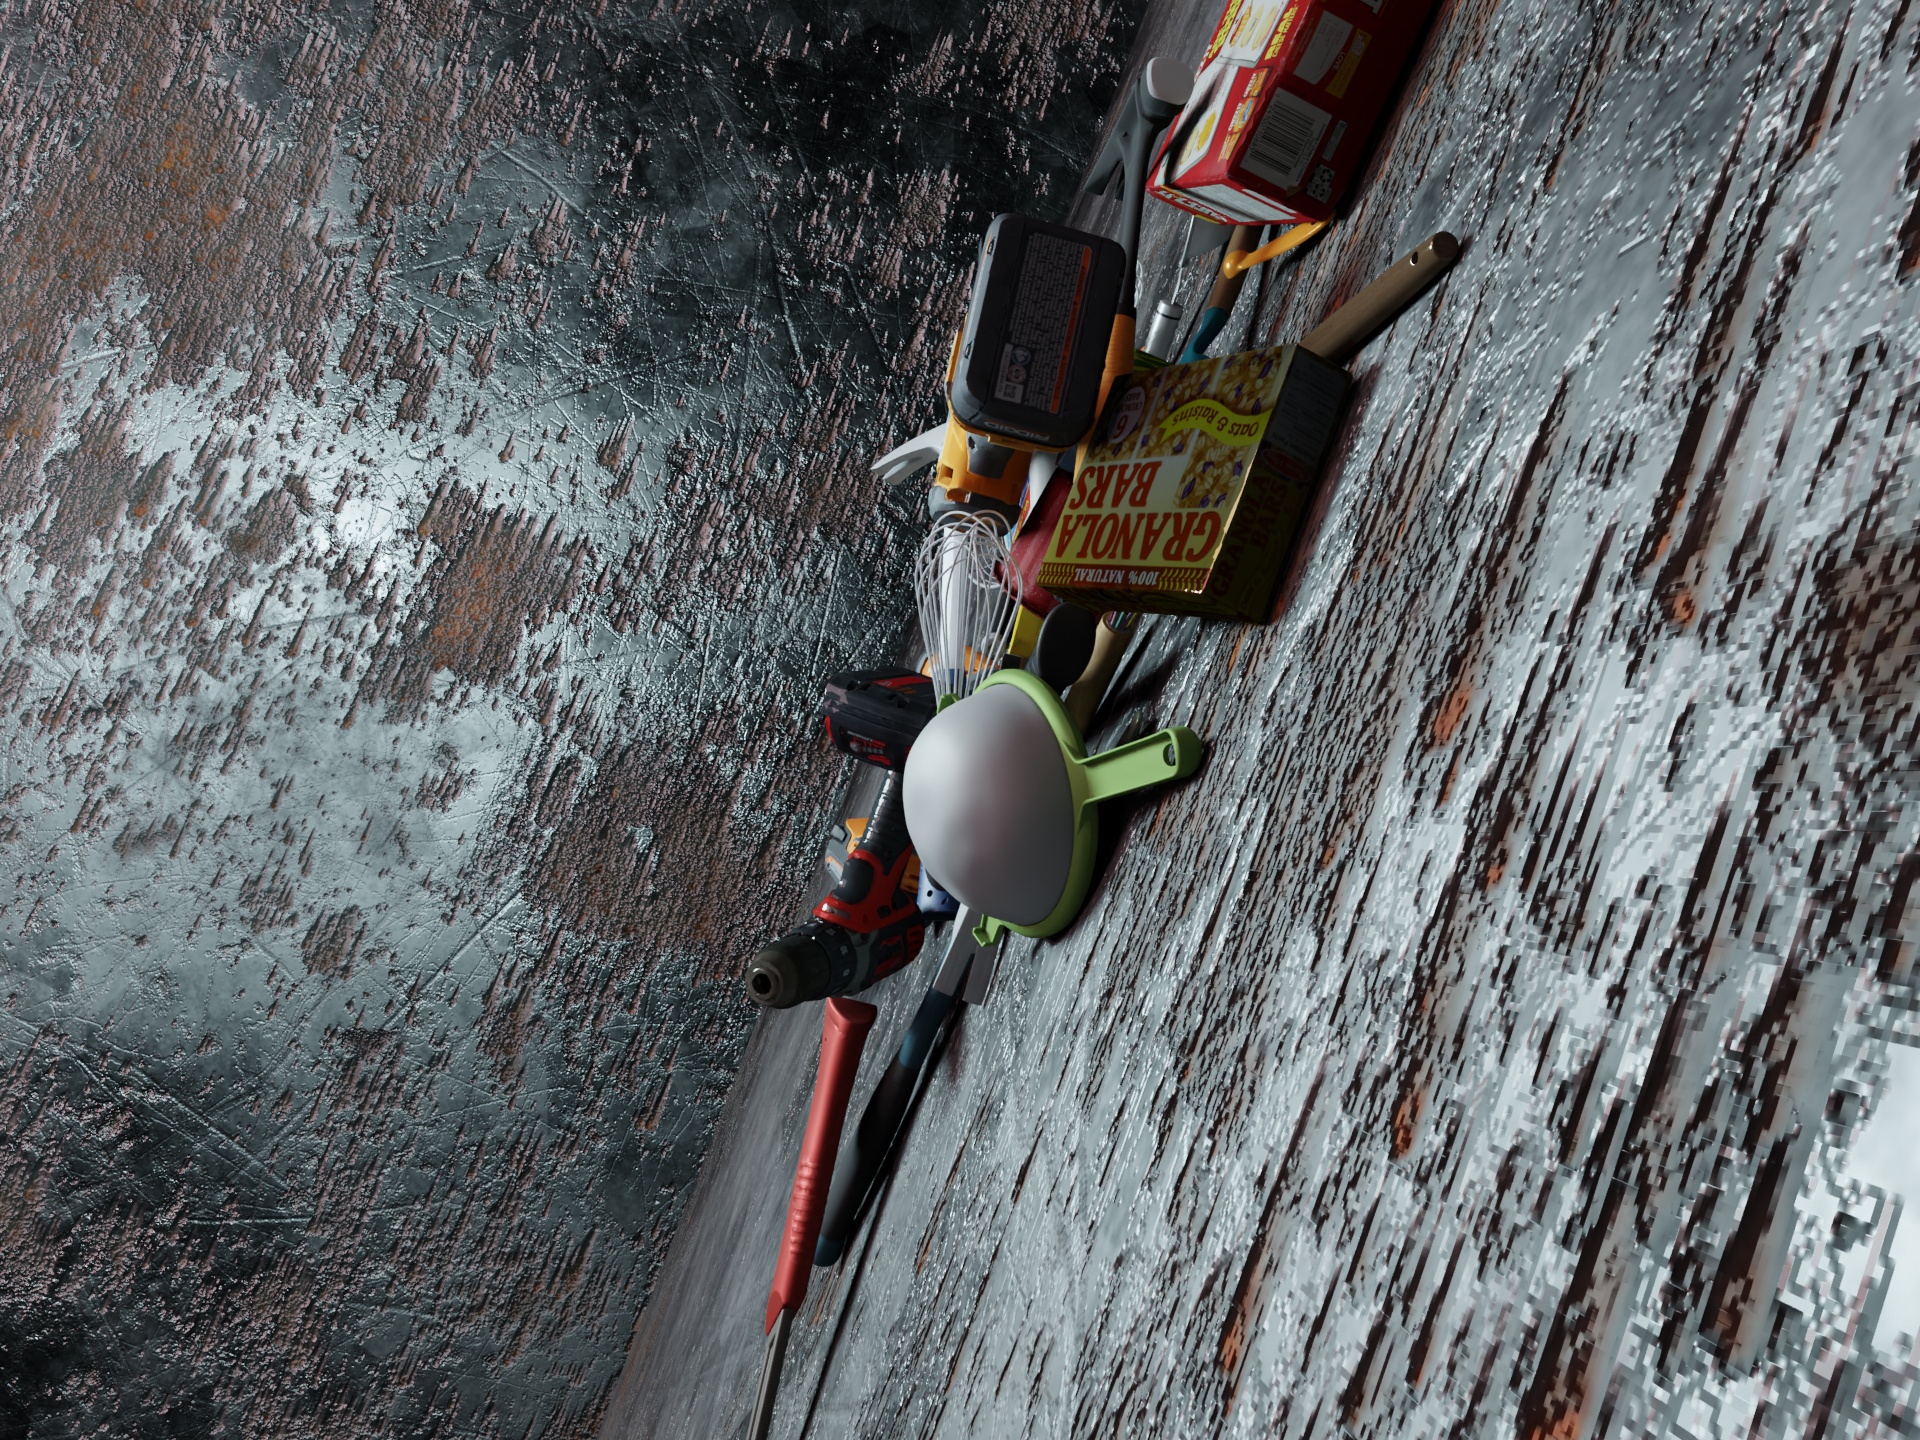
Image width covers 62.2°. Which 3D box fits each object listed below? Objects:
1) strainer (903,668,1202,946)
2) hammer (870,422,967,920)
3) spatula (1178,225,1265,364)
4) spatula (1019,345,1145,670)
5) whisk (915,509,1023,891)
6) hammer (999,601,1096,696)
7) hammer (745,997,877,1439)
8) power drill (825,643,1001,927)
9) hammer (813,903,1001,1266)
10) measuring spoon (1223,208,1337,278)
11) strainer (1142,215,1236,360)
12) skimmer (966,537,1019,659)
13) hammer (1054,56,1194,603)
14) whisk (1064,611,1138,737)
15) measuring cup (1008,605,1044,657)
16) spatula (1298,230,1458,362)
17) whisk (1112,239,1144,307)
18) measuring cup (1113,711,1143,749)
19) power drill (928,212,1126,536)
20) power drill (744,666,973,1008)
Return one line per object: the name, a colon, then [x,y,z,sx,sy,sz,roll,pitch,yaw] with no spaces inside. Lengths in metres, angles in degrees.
strainer: [0.031,0.039,0.830,0.256,0.069,0.151,-25,73,63]
hammer: [-0.012,-0.047,1.243,0.144,0.035,0.406,-8,71,32]
spatula: [0.178,-0.267,1.014,0.082,0.044,0.318,119,174,-56]
spatula: [0.100,-0.183,1.383,0.081,0.041,0.322,-153,81,-83]
whisk: [-0.001,-0.004,0.996,0.070,0.070,0.284,-78,-6,-55]
hammer: [0.044,-0.011,1.029,0.334,0.035,0.146,111,173,-74]
hammer: [-0.114,0.368,1.081,0.149,0.036,0.359,142,141,-69]
power drill: [-0.032,0.043,1.341,0.226,0.084,0.164,-66,25,7]
hammer: [-0.039,0.243,1.100,0.128,0.033,0.331,-82,15,-68]
measuring spoon: [0.186,-0.284,0.939,0.021,0.011,0.117,-54,16,-11]
strainer: [0.165,-0.321,1.215,0.087,0.050,0.258,-68,-3,-62]
skimmer: [0.022,-0.145,1.509,0.363,0.090,0.127,-73,7,-65]
hammer: [0.090,-0.223,0.956,0.127,0.034,0.337,128,152,-69]
whisk: [0.103,-0.070,0.931,0.051,0.047,0.244,-77,6,-45]
measuring cup: [0.052,-0.043,1.346,0.062,0.029,0.156,-76,-2,-49]
spatula: [0.165,-0.176,0.799,0.316,0.018,0.060,151,117,-77]
whisk: [0.115,-0.285,1.238,0.246,0.058,0.059,77,168,-66]
measuring cup: [0.060,0.039,0.912,0.167,0.038,0.083,116,172,-52]
power drill: [0.035,-0.221,0.947,0.226,0.084,0.185,137,146,-80]
power drill: [-0.068,0.085,1.082,0.188,0.080,0.226,-11,-63,-64]
